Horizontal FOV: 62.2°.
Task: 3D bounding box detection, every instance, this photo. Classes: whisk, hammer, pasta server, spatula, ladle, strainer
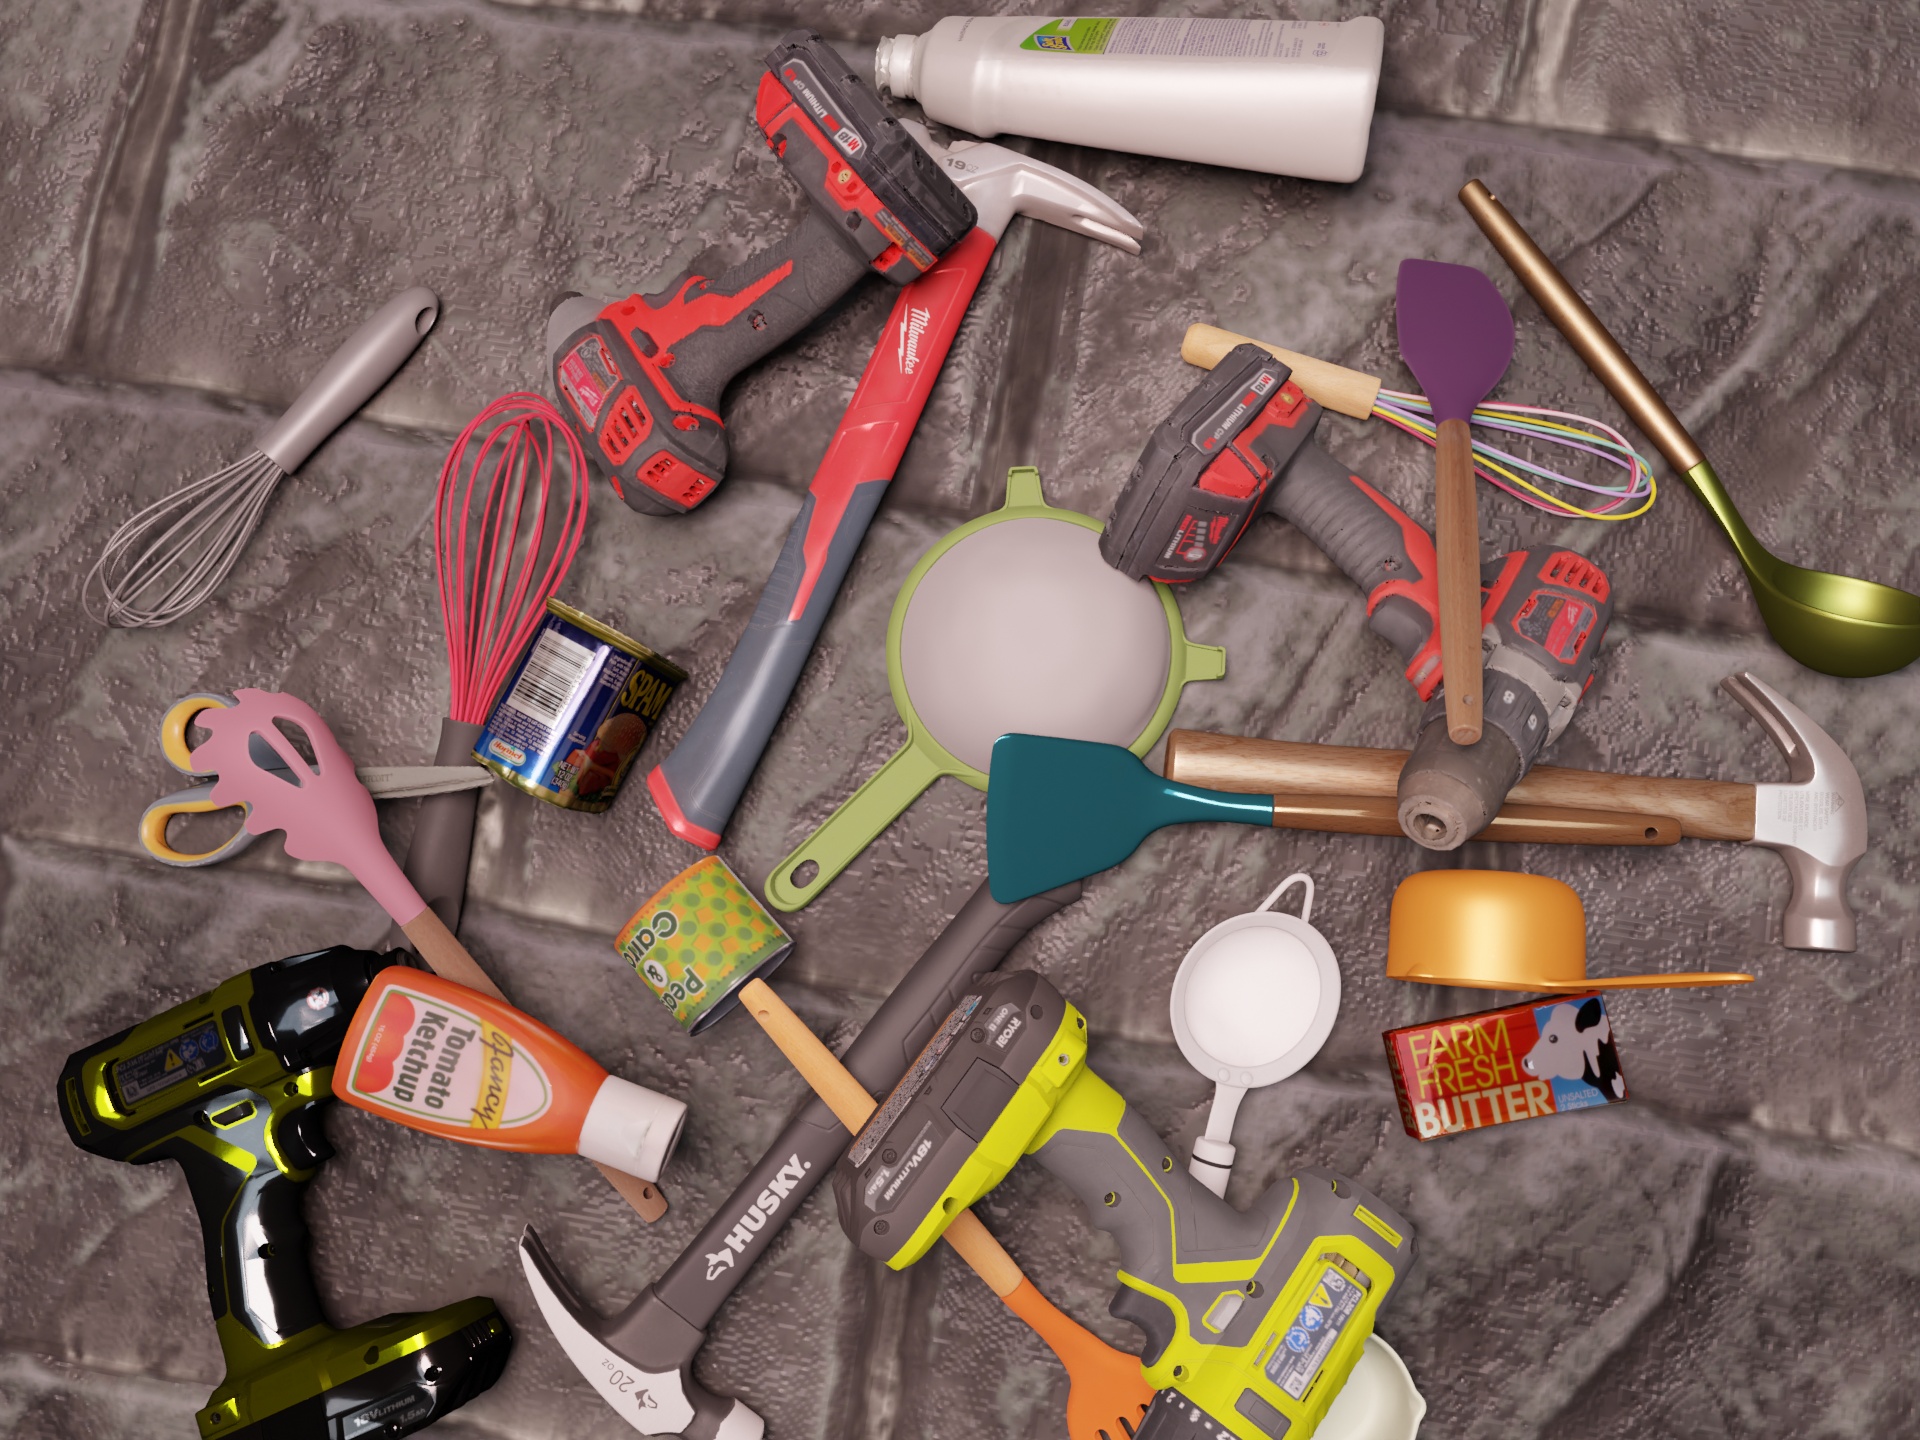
[{"bbox_3d":[0.228,-0.152,0.797,0.245,0.051,0.047,20,88,8],"label":"whisk"},{"bbox_3d":[-0.060,0.179,0.752,0.146,0.035,0.335,41,82,-7],"label":"hammer"},{"bbox_3d":[-0.354,-0.137,0.815,0.055,0.055,0.239,39,80,7],"label":"whisk"},{"bbox_3d":[-0.239,-0.018,0.787,0.073,0.073,0.296,11,88,4],"label":"whisk"},{"bbox_3d":[-0.240,0.114,0.744,0.060,0.040,0.316,-43,103,-34],"label":"pasta server"},{"bbox_3d":[0.172,0.048,0.739,0.317,0.044,0.082,2,102,6],"label":"spatula"},{"bbox_3d":[-0.042,-0.111,0.796,0.143,0.038,0.386,22,82,6],"label":"hammer"},{"bbox_3d":[0.229,-0.116,0.731,0.060,0.018,0.316,10,52,4],"label":"spatula"},{"bbox_3d":[0.007,0.245,0.724,0.081,0.041,0.322,-39,94,19],"label":"spatula"},{"bbox_3d":[0.266,0.032,0.772,0.331,0.031,0.130,5,82,3],"label":"hammer"},{"bbox_3d":[0.356,-0.153,0.786,0.078,0.062,0.320,-21,73,-45],"label":"ladle"},{"bbox_3d":[-0.001,-0.002,0.768,0.256,0.069,0.151,-44,82,-6],"label":"strainer"},{"bbox_3d":[0.119,0.195,0.750,0.086,0.050,0.258,15,88,-16],"label":"strainer"}]

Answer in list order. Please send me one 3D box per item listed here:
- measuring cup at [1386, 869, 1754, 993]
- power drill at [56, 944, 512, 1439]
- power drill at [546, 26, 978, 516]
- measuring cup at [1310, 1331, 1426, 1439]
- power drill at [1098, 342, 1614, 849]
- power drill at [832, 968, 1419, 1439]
[{"bbox_3d":[0.265,0.092,0.700,0.095,0.173,0.052,11,76,-31],"label":"measuring cup"},{"bbox_3d":[-0.304,0.225,0.741,0.171,0.080,0.223,-25,79,3],"label":"power drill"},{"bbox_3d":[-0.113,-0.218,0.781,0.219,0.078,0.143,-42,60,12],"label":"power drill"},{"bbox_3d":[0.170,0.356,0.725,0.083,0.038,0.168,-3,83,2],"label":"measuring cup"},{"bbox_3d":[0.178,-0.056,0.728,0.227,0.080,0.188,35,51,8],"label":"power drill"},{"bbox_3d":[0.060,0.235,0.679,0.228,0.080,0.190,39,76,-2],"label":"power drill"}]
